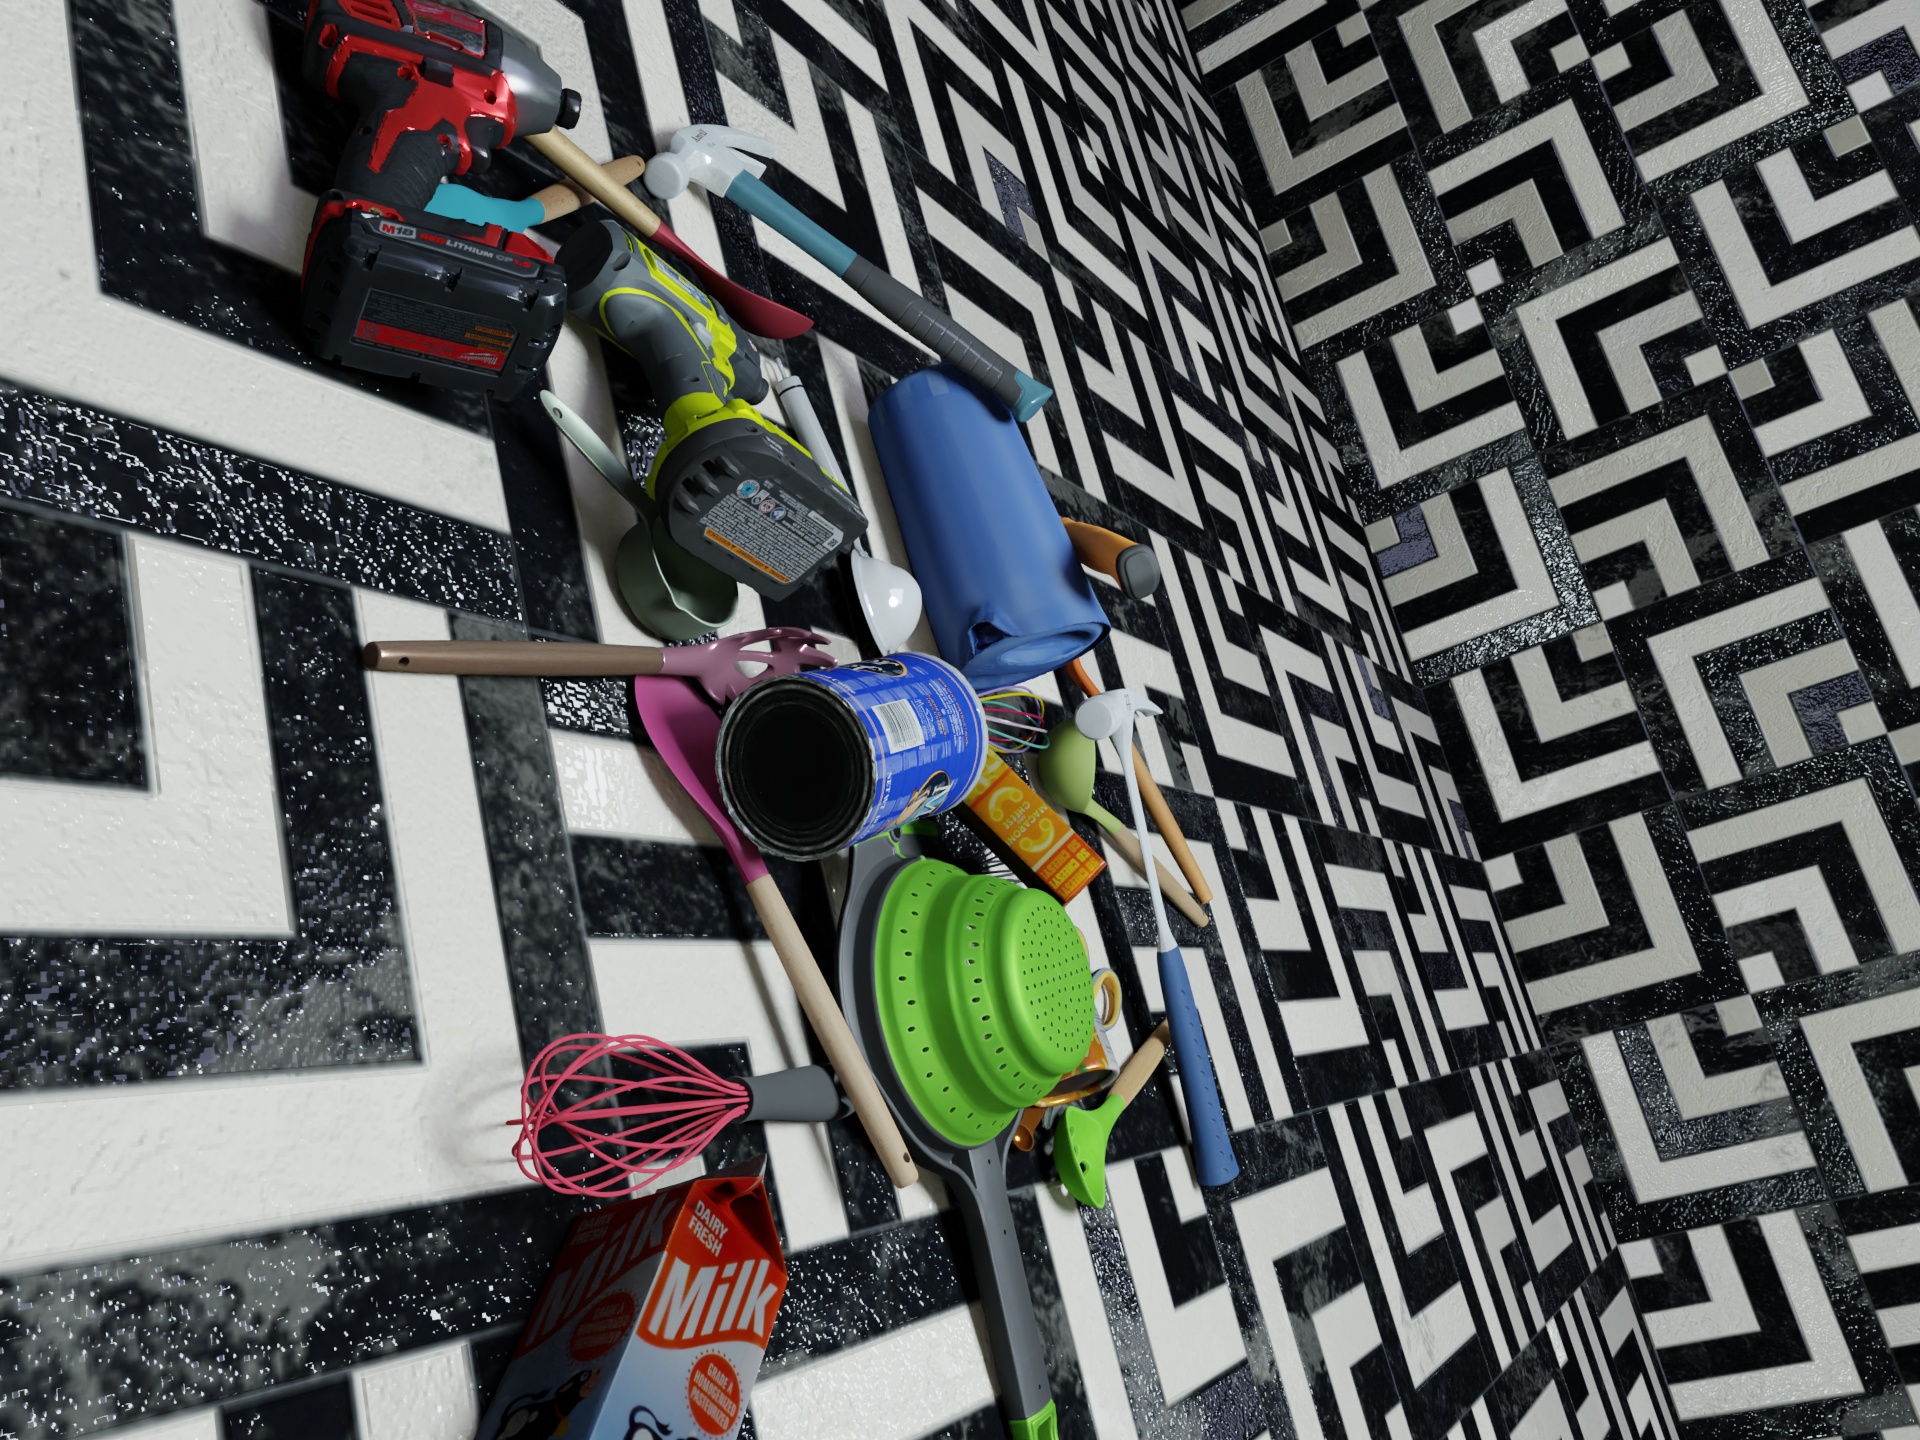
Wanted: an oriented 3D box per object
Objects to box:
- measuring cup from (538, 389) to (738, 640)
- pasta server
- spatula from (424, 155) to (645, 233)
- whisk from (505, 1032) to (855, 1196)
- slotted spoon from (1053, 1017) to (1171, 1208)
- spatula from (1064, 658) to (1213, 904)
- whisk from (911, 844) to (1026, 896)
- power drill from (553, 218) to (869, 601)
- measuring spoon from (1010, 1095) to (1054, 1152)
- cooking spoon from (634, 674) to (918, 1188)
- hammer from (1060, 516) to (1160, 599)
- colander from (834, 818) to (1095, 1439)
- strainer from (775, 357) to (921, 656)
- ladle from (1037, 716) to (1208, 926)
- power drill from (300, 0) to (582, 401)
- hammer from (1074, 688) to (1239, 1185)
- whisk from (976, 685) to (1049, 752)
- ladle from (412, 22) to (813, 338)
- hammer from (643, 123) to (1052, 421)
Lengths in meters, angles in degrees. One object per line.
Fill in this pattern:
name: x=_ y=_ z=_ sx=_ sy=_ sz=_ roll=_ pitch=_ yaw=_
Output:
measuring cup: x=-0.192 y=-0.114 z=0.904 sx=0.167 sy=0.038 sz=0.083 roll=51 pitch=29 yaw=-26
pasta server: x=-0.177 y=-0.029 z=0.846 sx=0.040 sy=0.060 sz=0.316 roll=29 pitch=16 yaw=28
spatula: x=-0.256 y=-0.306 z=0.955 sx=0.082 sy=0.044 sz=0.318 roll=57 pitch=23 yaw=-18
whisk: x=-0.121 y=0.187 z=0.778 sx=0.295 sy=0.073 sz=0.073 roll=23 pitch=49 yaw=-65
slotted spoon: x=0.125 y=0.283 z=1.209 sx=0.070 sy=0.031 sz=0.314 roll=68 pitch=23 yaw=-1
spatula: x=0.148 y=0.012 z=1.402 sx=0.323 sy=0.041 sz=0.081 roll=63 pitch=-19 yaw=15
whisk: x=0.007 y=0.104 z=1.103 sx=0.239 sy=0.055 sz=0.055 roll=-1 pitch=71 yaw=-59
power drill: x=-0.145 y=-0.185 z=0.959 sx=0.171 sy=0.080 sz=0.223 roll=31 pitch=26 yaw=-53
measuring spoon: x=0.054 y=0.257 z=1.098 sx=0.021 sy=0.011 sz=0.117 roll=43 pitch=34 yaw=-6
cooking spoon: x=-0.102 y=0.111 z=0.880 sx=0.319 sy=0.017 sz=0.068 roll=62 pitch=26 yaw=7
hammer: x=0.091 y=-0.154 z=1.291 sx=0.337 sy=0.034 sz=0.127 roll=-131 pitch=-159 yaw=-72
colander: x=0.037 y=0.243 z=0.950 sx=0.204 sy=0.094 sz=0.397 roll=1 pitch=75 yaw=-62
strainer: x=-0.080 y=-0.147 z=1.148 sx=0.258 sy=0.050 sz=0.087 roll=66 pitch=9 yaw=4
ladle: x=0.157 y=0.102 z=1.387 sx=0.319 sy=0.062 sz=0.078 roll=46 pitch=28 yaw=-43
power drill: x=-0.261 y=-0.278 z=0.811 sx=0.143 sy=0.078 sz=0.220 roll=8 pitch=57 yaw=-30
hammer: x=0.168 y=0.172 z=1.289 sx=0.144 sy=0.035 sz=0.405 roll=-18 pitch=96 yaw=-68
whisk: x=-0.002 y=-0.002 z=1.181 sx=0.244 sy=0.047 sz=0.051 roll=8 pitch=51 yaw=-56
ladle: x=-0.207 y=-0.319 z=0.975 sx=0.315 sy=0.069 sz=0.031 roll=32 pitch=83 yaw=-45
hammer: x=-0.071 y=-0.326 z=1.174 sx=0.331 sy=0.033 sz=0.128 roll=34 pitch=37 yaw=-12
